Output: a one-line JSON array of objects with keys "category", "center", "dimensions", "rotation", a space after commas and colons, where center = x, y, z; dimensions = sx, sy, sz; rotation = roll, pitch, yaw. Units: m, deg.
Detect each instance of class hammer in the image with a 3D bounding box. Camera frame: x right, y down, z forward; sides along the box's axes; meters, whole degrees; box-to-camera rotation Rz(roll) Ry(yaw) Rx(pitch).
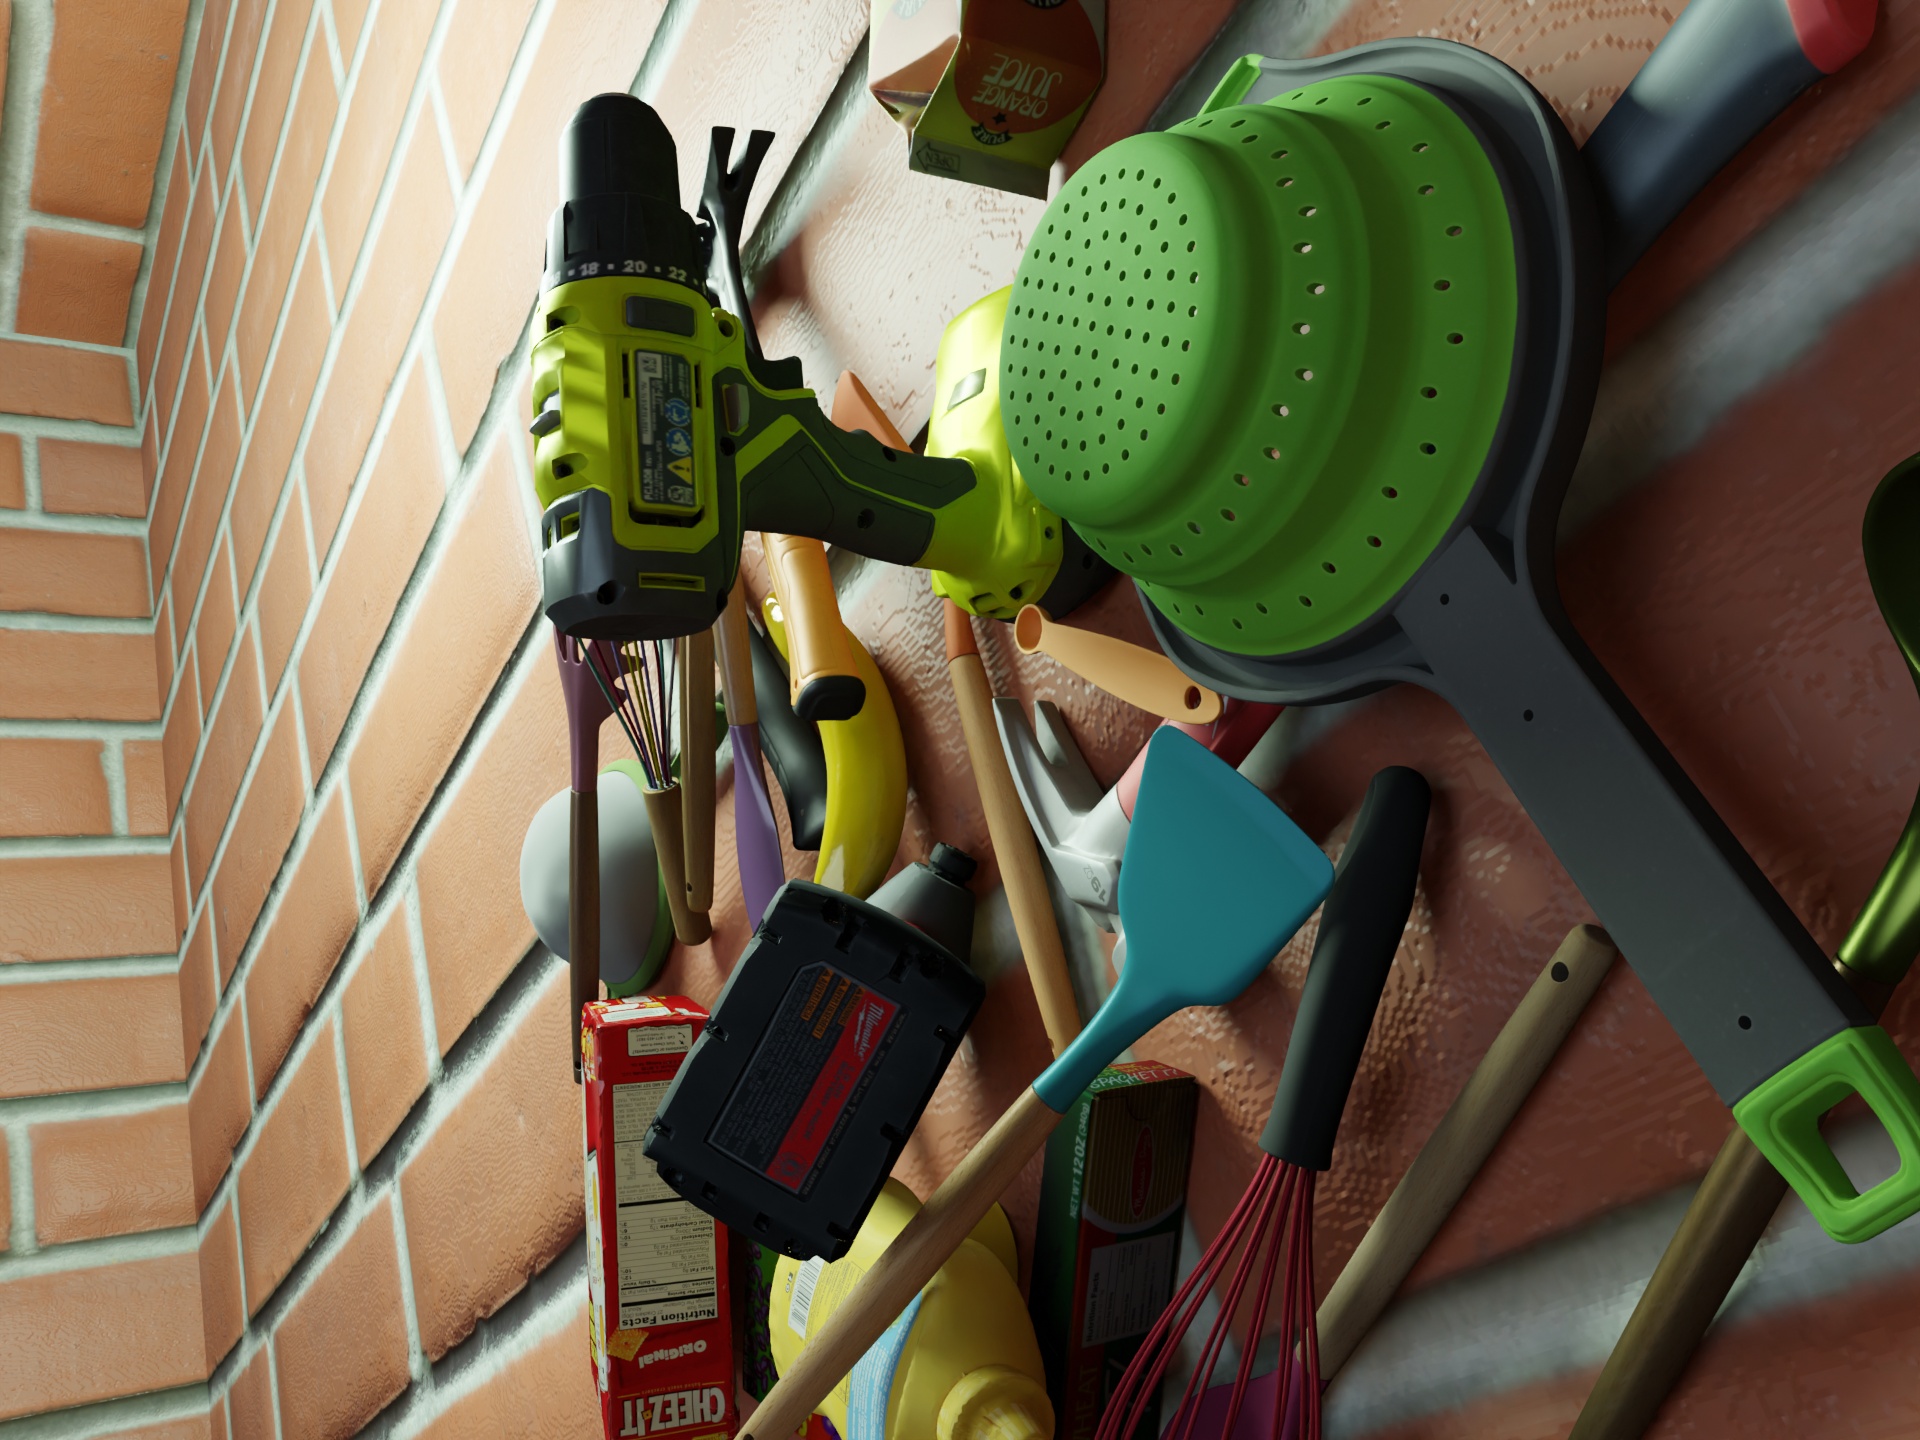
[{"category": "hammer", "center": [0.127, -0.079, 0.514], "dimensions": [0.386, 0.038, 0.143], "rotation": [-58, 43, 36]}, {"category": "hammer", "center": [-0.128, -0.059, 0.875], "dimensions": [0.146, 0.035, 0.335], "rotation": [-56, 47, 29]}, {"category": "hammer", "center": [-0.094, -0.146, 0.795], "dimensions": [0.127, 0.034, 0.337], "rotation": [117, 144, -50]}]

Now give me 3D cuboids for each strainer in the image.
[{"category": "strainer", "center": [-0.214, 0.069, 0.969], "dimensions": [0.256, 0.069, 0.152], "rotation": [-52, 49, 43]}]

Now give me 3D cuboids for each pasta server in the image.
[{"category": "pasta server", "center": [-0.214, 0.064, 0.927], "dimensions": [0.060, 0.040, 0.316], "rotation": [11, 106, 27]}]

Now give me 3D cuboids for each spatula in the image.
[{"category": "spatula", "center": [-0.112, -0.024, 0.789], "dimensions": [0.060, 0.018, 0.316], "rotation": [10, 108, 59]}, {"category": "spatula", "center": [-0.001, -0.002, 0.692], "dimensions": [0.081, 0.041, 0.323], "rotation": [112, 145, -66]}, {"category": "spatula", "center": [0.008, 0.149, 0.553], "dimensions": [0.082, 0.044, 0.317], "rotation": [44, 101, 32]}]

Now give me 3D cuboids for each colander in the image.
[{"category": "colander", "center": [0.103, -0.047, 0.426], "dimensions": [0.204, 0.094, 0.398], "rotation": [-57, 43, 37]}]

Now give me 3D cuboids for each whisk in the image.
[{"category": "whisk", "center": [-0.170, 0.017, 0.877], "dimensions": [0.047, 0.051, 0.244], "rotation": [11, 119, 40]}, {"category": "whisk", "center": [0.101, 0.157, 0.504], "dimensions": [0.073, 0.073, 0.296], "rotation": [16, 90, 54]}]

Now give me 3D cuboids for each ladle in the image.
[{"category": "ladle", "center": [0.201, 0.083, 0.388], "dimensions": [0.078, 0.062, 0.320], "rotation": [48, 129, 52]}]

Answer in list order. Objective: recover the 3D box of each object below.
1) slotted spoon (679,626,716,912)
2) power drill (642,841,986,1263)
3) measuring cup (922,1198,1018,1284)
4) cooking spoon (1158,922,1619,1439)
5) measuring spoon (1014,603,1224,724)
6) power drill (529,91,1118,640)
[{"category": "slotted spoon", "center": [-0.138, -0.052, 0.827], "dimensions": [0.070, 0.031, 0.313], "rotation": [14, 107, 49]}, {"category": "power drill", "center": [-0.039, 0.116, 0.625], "dimensions": [0.143, 0.078, 0.219], "rotation": [-61, -5, -1]}, {"category": "measuring cup", "center": [-0.031, 0.234, 0.734], "dimensions": [0.156, 0.029, 0.062], "rotation": [3, 91, 54]}, {"category": "cooking spoon", "center": [0.128, 0.193, 0.519], "dimensions": [0.069, 0.017, 0.318], "rotation": [59, 135, 50]}, {"category": "measuring spoon", "center": [0.057, -0.021, 0.576], "dimensions": [0.117, 0.011, 0.021], "rotation": [28, 112, 51]}, {"category": "power drill", "center": [-0.051, -0.124, 0.604], "dimensions": [0.080, 0.228, 0.190], "rotation": [-14, 77, 54]}]
